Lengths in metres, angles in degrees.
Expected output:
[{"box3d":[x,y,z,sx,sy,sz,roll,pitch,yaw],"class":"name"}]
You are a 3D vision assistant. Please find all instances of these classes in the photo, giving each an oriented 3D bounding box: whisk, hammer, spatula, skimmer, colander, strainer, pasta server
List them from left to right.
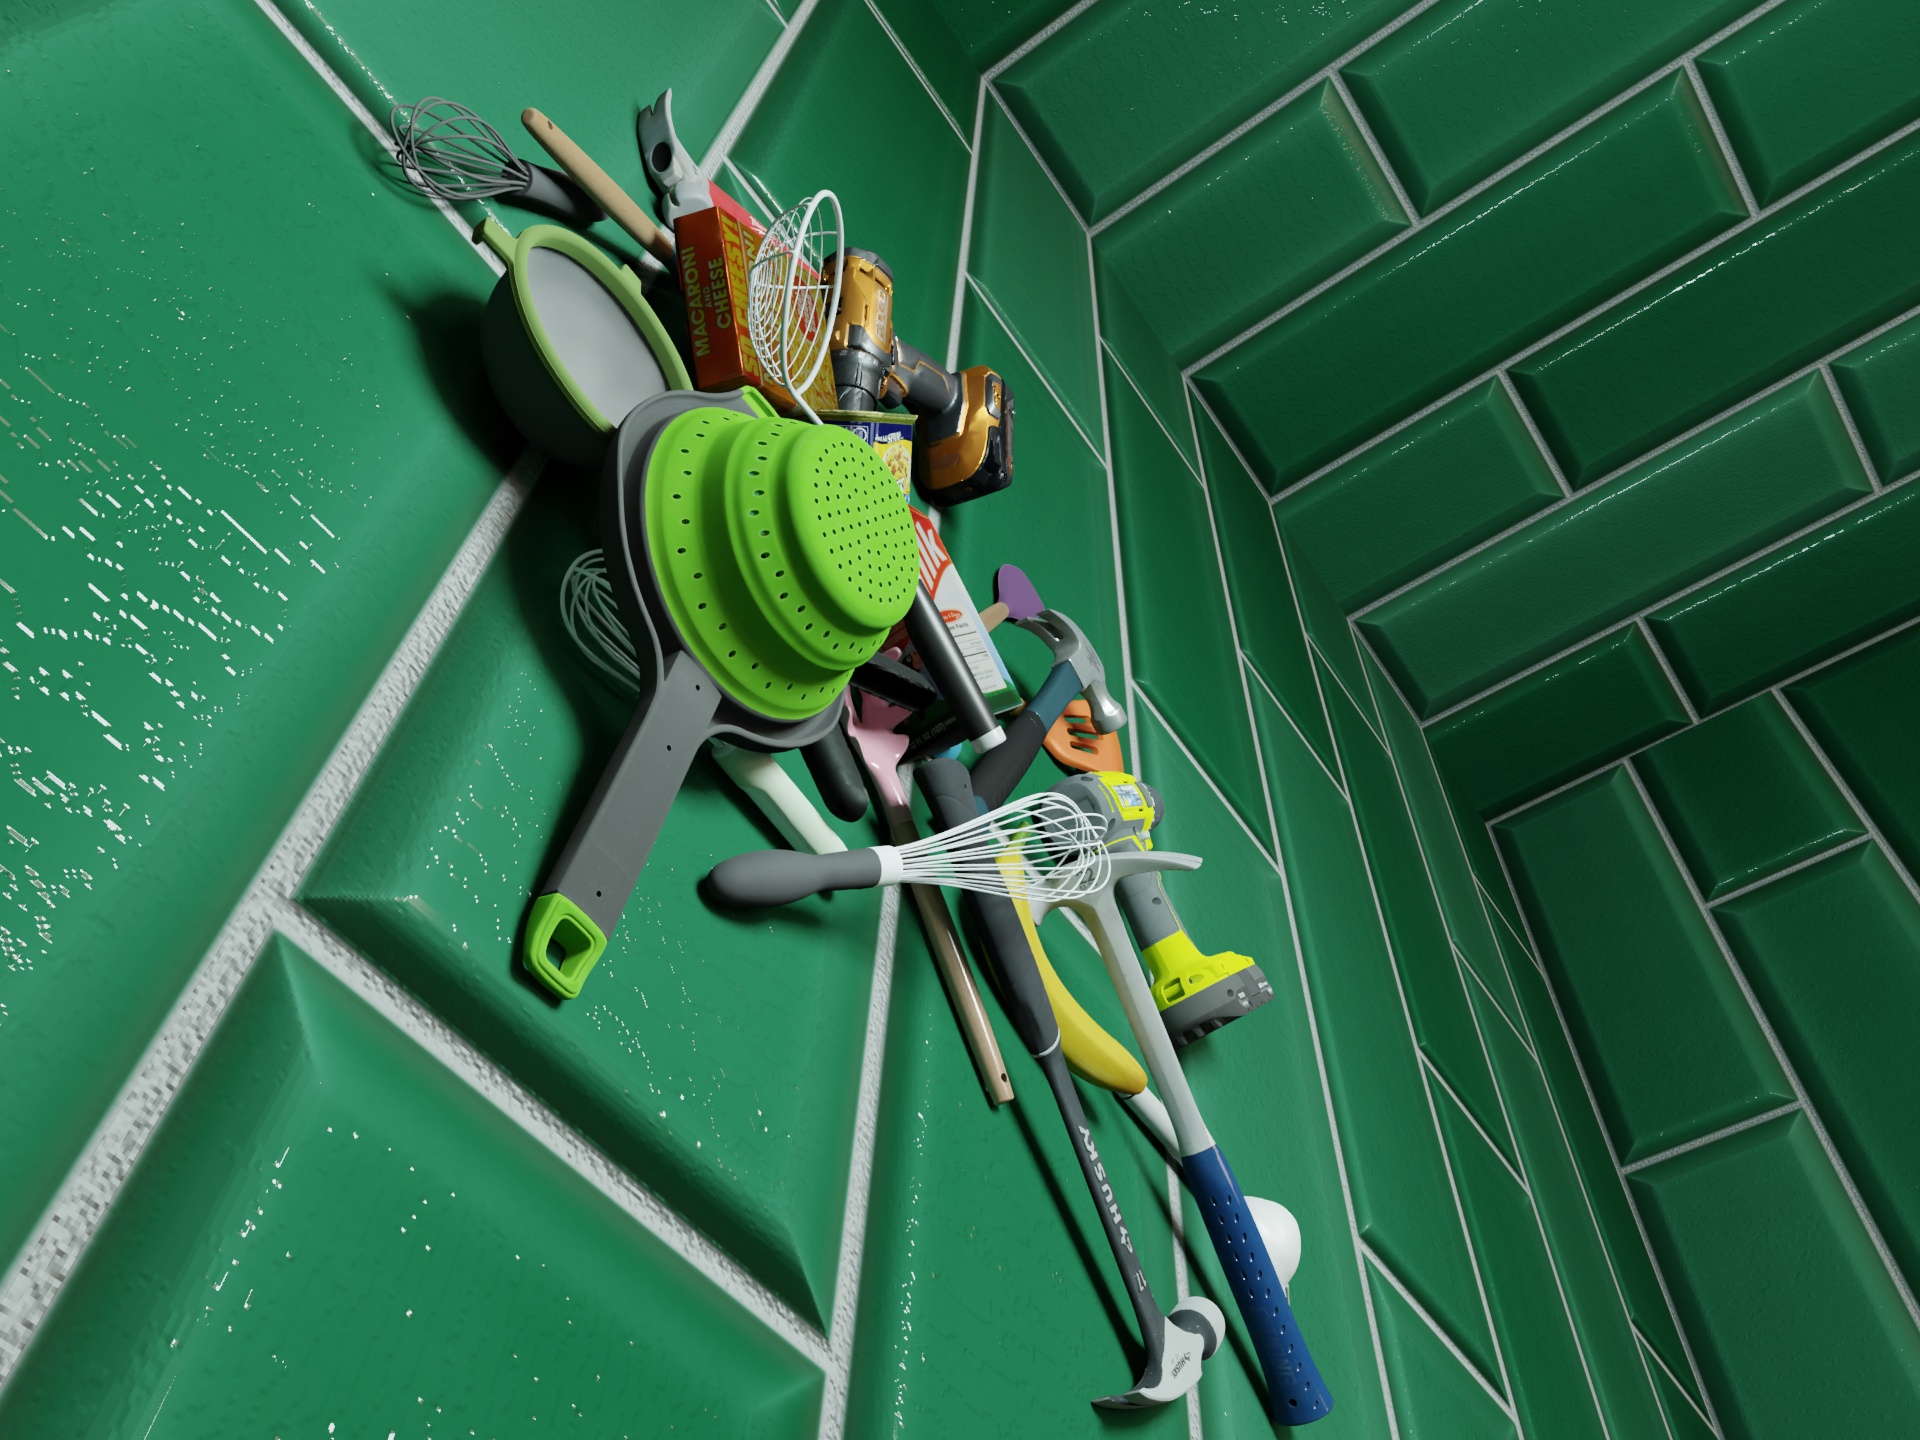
[{"box3d":[-0.276,-0.339,0.986,0.055,0.055,0.239,60,17,0],"class":"whisk"},{"box3d":[-0.195,-0.145,0.883,0.256,0.069,0.151,66,20,3],"class":"strainer"},{"box3d":[-0.206,-0.339,1.095,0.317,0.044,0.082,29,50,-72],"class":"spatula"},{"box3d":[-0.131,0.007,0.867,0.246,0.058,0.059,53,56,-26],"class":"whisk"},{"box3d":[-0.104,-0.035,0.788,0.204,0.094,0.397,53,36,-32],"class":"colander"},{"box3d":[-0.131,-0.383,1.376,0.385,0.038,0.143,31,34,-52],"class":"hammer"},{"box3d":[-0.038,-0.157,1.022,0.363,0.090,0.127,62,9,-1],"class":"skimmer"},{"box3d":[-0.023,0.088,1.007,0.060,0.040,0.316,-1,63,-45],"class":"pasta server"},{"box3d":[-0.019,0.081,0.898,0.284,0.070,0.070,-2,62,-41],"class":"whisk"},{"box3d":[0.028,-0.094,1.386,0.060,0.018,0.316,58,20,-5],"class":"spatula"},{"box3d":[0.043,-0.022,1.285,0.322,0.041,0.081,31,43,-55],"class":"spatula"},{"box3d":[0.052,0.011,1.220,0.128,0.033,0.331,62,28,-13],"class":"hammer"},{"box3d":[0.055,0.215,0.972,0.149,0.036,0.409,-6,73,-66],"class":"hammer"},{"box3d":[0.163,0.281,1.083,0.405,0.144,0.035,68,16,1],"class":"hammer"},{"box3d":[0.185,0.334,1.157,0.258,0.050,0.087,49,7,-18],"class":"strainer"}]

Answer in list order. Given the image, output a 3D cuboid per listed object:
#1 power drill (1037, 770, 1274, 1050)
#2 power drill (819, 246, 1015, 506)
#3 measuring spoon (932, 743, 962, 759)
[{"box3d":[0.162,0.144,1.301,0.229,0.080,0.190,62,21,13],"class":"power drill"},{"box3d":[-0.044,-0.263,1.341,0.226,0.084,0.185,34,51,-48],"class":"power drill"},{"box3d":[-0.002,-0.004,1.194,0.042,0.021,0.129,57,21,-8],"class":"measuring spoon"}]
